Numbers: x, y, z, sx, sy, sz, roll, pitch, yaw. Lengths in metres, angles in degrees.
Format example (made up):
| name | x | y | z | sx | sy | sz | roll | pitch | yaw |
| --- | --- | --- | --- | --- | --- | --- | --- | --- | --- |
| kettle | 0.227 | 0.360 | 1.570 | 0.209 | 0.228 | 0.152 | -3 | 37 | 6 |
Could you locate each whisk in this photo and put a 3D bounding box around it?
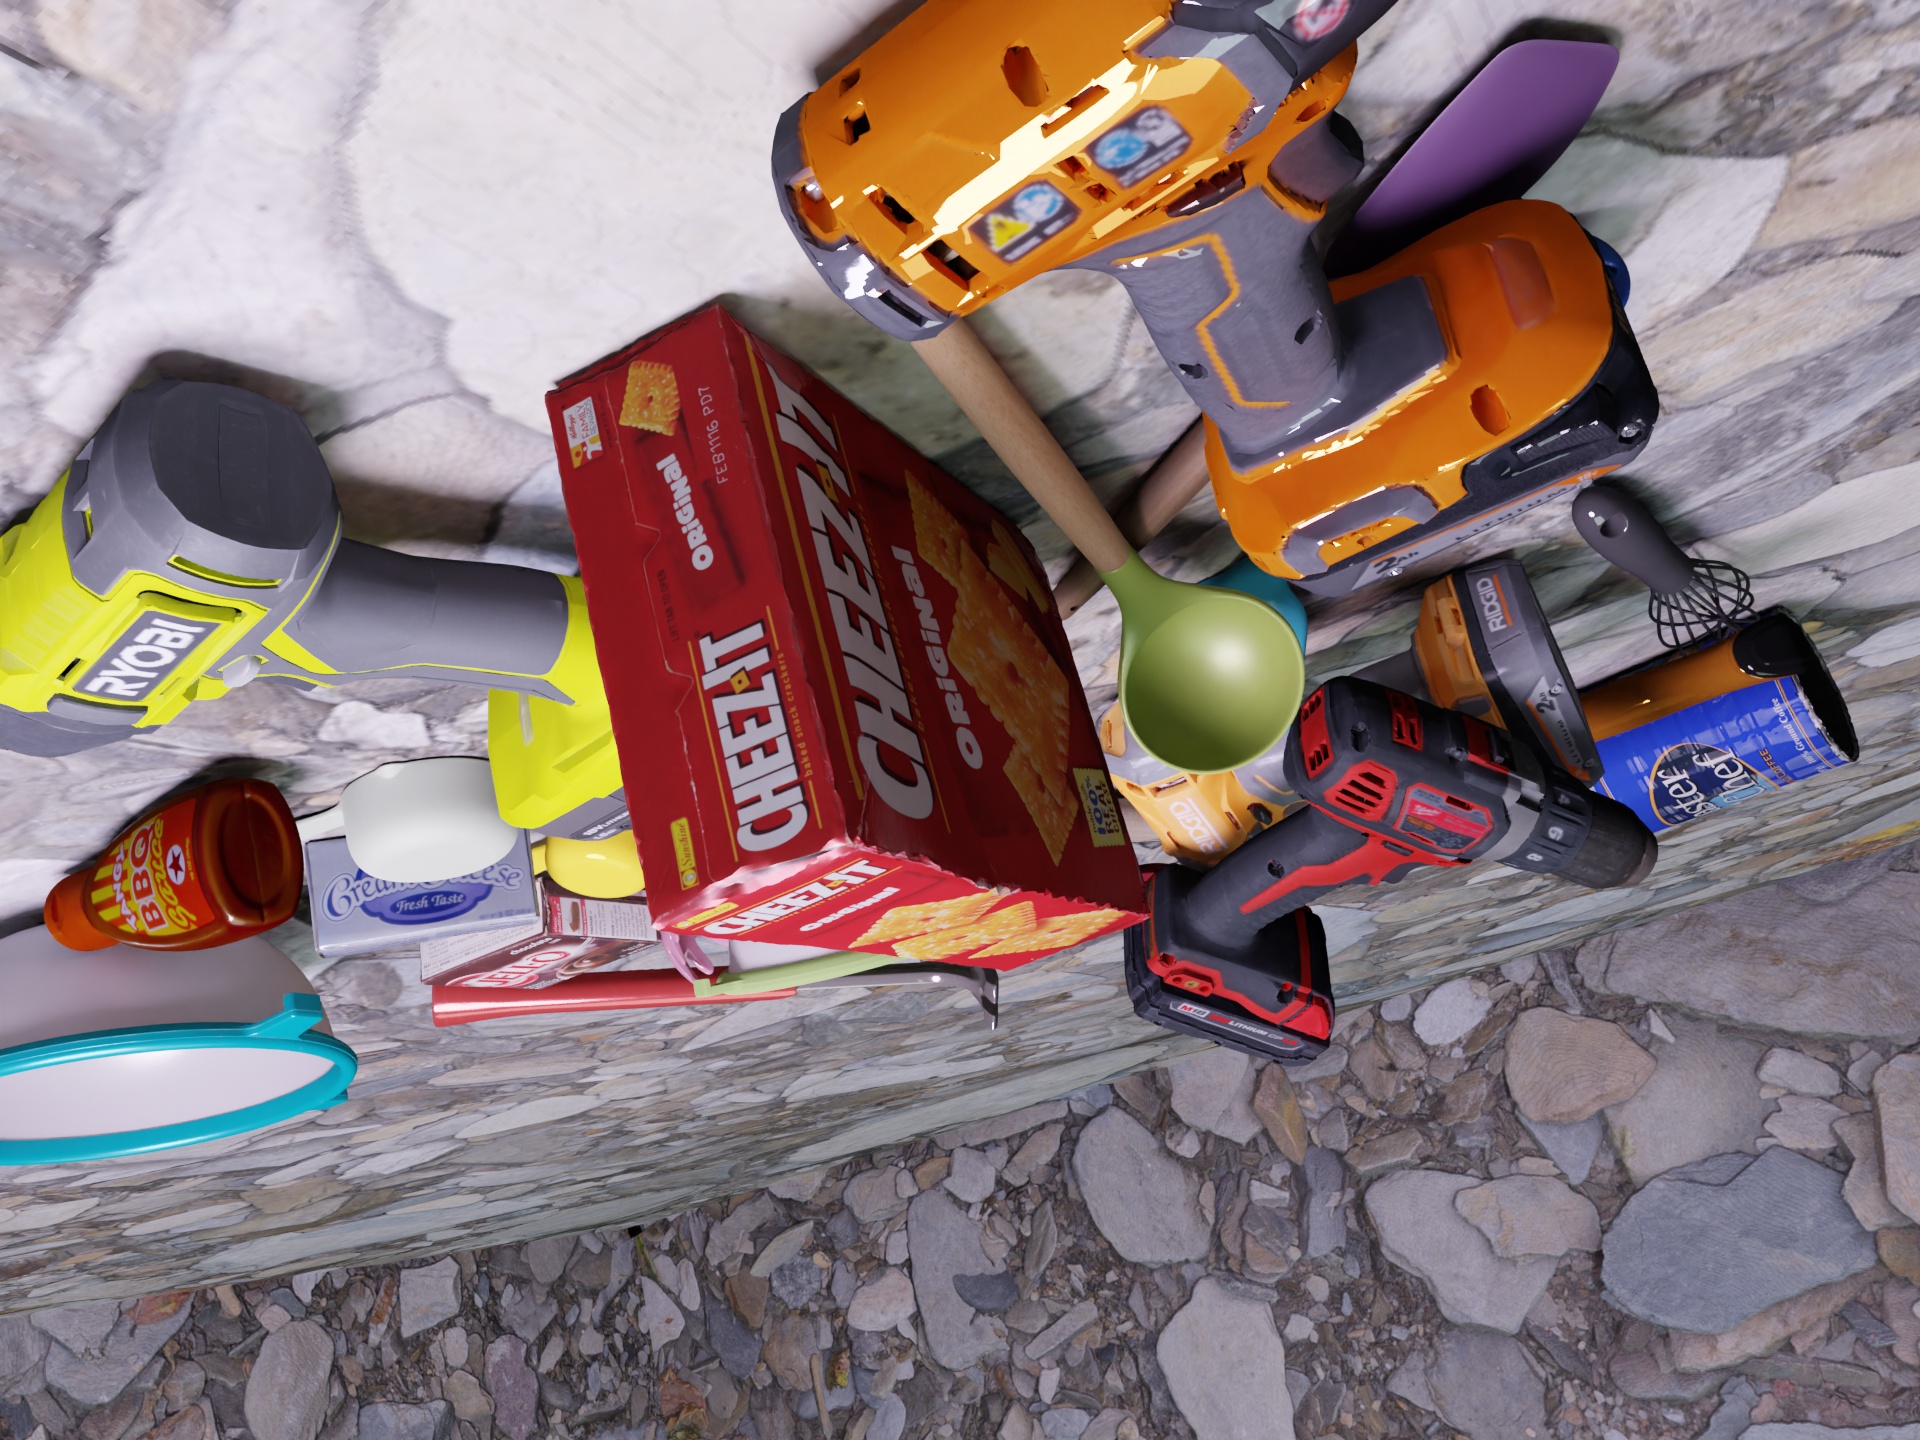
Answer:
| name | x | y | z | sx | sy | sz | roll | pitch | yaw |
| --- | --- | --- | --- | --- | --- | --- | --- | --- | --- |
| whisk | 0.348 | -0.072 | 0.789 | 0.055 | 0.055 | 0.238 | -26 | 153 | 32 |

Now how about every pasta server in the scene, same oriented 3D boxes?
| name | x | y | z | sx | sy | sz | roll | pitch | yaw |
| --- | --- | --- | --- | --- | --- | --- | --- | --- | --- |
| pasta server | -0.146 | 0.079 | 0.872 | 0.040 | 0.060 | 0.316 | 31 | 156 | 6 |

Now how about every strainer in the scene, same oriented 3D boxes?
| name | x | y | z | sx | sy | sz | roll | pitch | yaw |
| --- | --- | --- | --- | --- | --- | --- | --- | --- | --- |
| strainer | -0.073 | 0.115 | 1.013 | 0.151 | 0.069 | 0.256 | -13 | 179 | 6 |
| strainer | -0.475 | 0.154 | 0.768 | 0.340 | 0.095 | 0.211 | -5 | 156 | -19 |

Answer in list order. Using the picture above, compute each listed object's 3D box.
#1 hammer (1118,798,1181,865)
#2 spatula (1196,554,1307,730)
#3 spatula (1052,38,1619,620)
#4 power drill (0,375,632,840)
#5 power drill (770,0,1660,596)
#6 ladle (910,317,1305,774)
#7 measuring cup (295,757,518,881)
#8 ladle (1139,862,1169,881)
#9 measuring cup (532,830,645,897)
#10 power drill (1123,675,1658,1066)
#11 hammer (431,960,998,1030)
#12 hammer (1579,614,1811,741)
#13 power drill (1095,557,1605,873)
| name | x | y | z | sx | sy | sz | roll | pitch | yaw |
| --- | --- | --- | --- | --- | --- | --- | --- | --- | --- |
| hammer | 0.056 | 0.065 | 0.982 | 0.410 | 0.038 | 0.146 | 4 | 155 | -41 |
| spatula | 0.138 | -0.074 | 0.622 | 0.082 | 0.044 | 0.317 | 13 | 159 | -2 |
| spatula | 0.102 | -0.111 | 0.542 | 0.059 | 0.018 | 0.315 | -9 | 160 | -28 |
| power drill | -0.186 | -0.020 | 0.512 | 0.171 | 0.080 | 0.223 | -29 | 153 | 36 |
| power drill | 0.088 | -0.121 | 0.390 | 0.164 | 0.084 | 0.226 | -26 | 148 | 32 |
| ladle | 0.049 | -0.061 | 0.547 | 0.078 | 0.062 | 0.319 | -39 | 148 | 7 |
| measuring cup | -0.281 | 0.061 | 0.720 | 0.167 | 0.038 | 0.083 | -17 | 161 | 3 |
| ladle | 0.061 | 0.091 | 0.964 | 0.069 | 0.031 | 0.315 | -22 | 158 | 30 |
| measuring cup | -0.222 | 0.084 | 0.829 | 0.156 | 0.029 | 0.062 | -21 | 142 | 29 |
| power drill | 0.203 | 0.082 | 0.781 | 0.187 | 0.080 | 0.226 | 20 | 135 | -17 |
| hammer | -0.158 | 0.176 | 1.040 | 0.359 | 0.036 | 0.149 | -1 | -172 | -13 |
| hammer | 0.311 | 0.018 | 0.898 | 0.127 | 0.034 | 0.337 | -6 | 164 | -42 |
| power drill | 0.207 | 0.026 | 0.828 | 0.226 | 0.084 | 0.185 | -21 | 132 | 22 |
